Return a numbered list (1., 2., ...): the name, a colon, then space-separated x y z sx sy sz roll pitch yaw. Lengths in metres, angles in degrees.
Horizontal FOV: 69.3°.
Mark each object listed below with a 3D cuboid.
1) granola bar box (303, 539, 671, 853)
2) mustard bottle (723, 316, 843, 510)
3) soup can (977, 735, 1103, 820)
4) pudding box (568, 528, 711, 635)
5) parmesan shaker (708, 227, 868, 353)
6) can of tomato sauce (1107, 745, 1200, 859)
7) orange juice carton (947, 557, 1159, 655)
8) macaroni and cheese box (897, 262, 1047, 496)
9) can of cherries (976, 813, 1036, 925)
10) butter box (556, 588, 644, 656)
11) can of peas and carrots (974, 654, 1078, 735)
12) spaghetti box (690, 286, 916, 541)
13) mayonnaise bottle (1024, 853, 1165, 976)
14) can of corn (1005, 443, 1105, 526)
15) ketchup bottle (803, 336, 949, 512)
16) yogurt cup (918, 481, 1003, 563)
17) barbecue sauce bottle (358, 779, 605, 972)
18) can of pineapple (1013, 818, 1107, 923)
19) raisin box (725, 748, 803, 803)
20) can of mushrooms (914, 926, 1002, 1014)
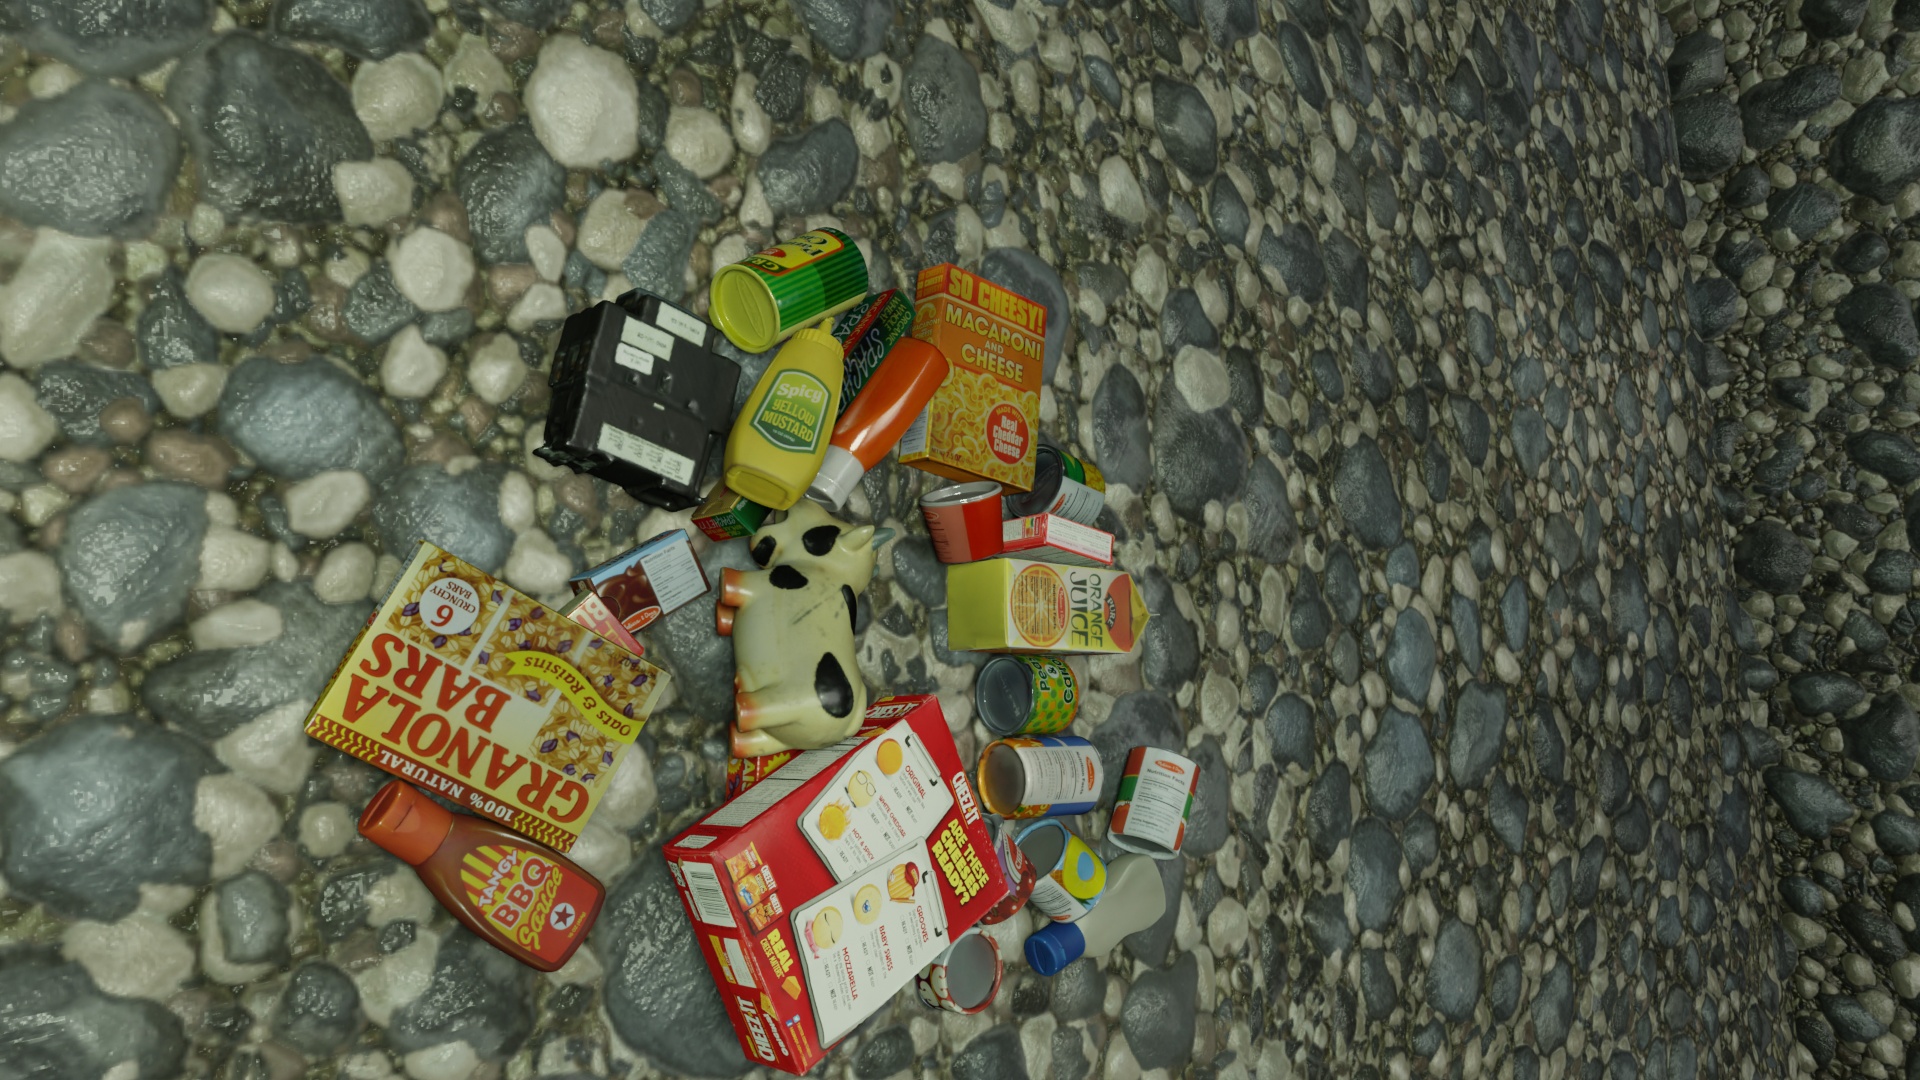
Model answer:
1. granola bar box: -0.275 0.093 0.819 0.165 0.039 0.124 34 77 -24
2. mustard bottle: -0.115 -0.100 0.971 0.065 0.048 0.161 24 59 -13
3. soup can: 0.064 0.195 1.144 0.084 0.071 0.071 5 80 -38
4. pudding box: -0.214 0.030 0.930 0.084 0.030 0.049 -33 107 -41
5. parmesan shaker: -0.126 -0.186 1.023 0.103 0.071 0.071 -37 109 -44
6. can of tomato sauce: 0.172 0.235 1.243 0.071 0.071 0.083 37 60 -34
7. orange juice carton: 0.082 0.060 1.178 0.193 0.071 0.073 7 79 -43
8. macaroni and cheese box: 0.012 -0.132 1.164 0.124 0.040 0.167 16 73 -41
9. can of cherries: 0.020 0.257 1.089 0.058 0.071 0.072 53 52 -25
10. butter box: -0.254 0.082 0.867 0.104 0.024 0.053 -42 112 -19
11. can of peas and carrots: 0.056 0.126 1.145 0.059 0.071 0.071 6 79 -44
12. spaghetti box: -0.111 -0.099 1.034 0.028 0.050 0.251 51 53 -27
13. mayonnaise bottle: 0.116 0.324 1.192 0.149 0.041 0.064 -19 97 -42
14. can of corn: 0.082 -0.045 1.201 0.058 0.071 0.071 21 70 -41
15. ketchup bottle: -0.070 -0.090 1.067 0.149 0.065 0.043 -57 134 -23
16. yogurt cup: 0.004 -0.014 1.123 0.073 0.072 0.053 -22 107 -43
17. barbecue sauce bottle: -0.285 0.196 0.827 0.148 0.043 0.065 45 61 -29
18. can of pineapple: 0.079 0.271 1.147 0.057 0.071 0.071 47 55 -28
19. raisin box: -0.123 0.201 0.984 0.086 0.040 0.123 11 77 -42
20. can of mushrooms: 0.000 0.336 1.084 0.071 0.033 0.071 9 77 -43
